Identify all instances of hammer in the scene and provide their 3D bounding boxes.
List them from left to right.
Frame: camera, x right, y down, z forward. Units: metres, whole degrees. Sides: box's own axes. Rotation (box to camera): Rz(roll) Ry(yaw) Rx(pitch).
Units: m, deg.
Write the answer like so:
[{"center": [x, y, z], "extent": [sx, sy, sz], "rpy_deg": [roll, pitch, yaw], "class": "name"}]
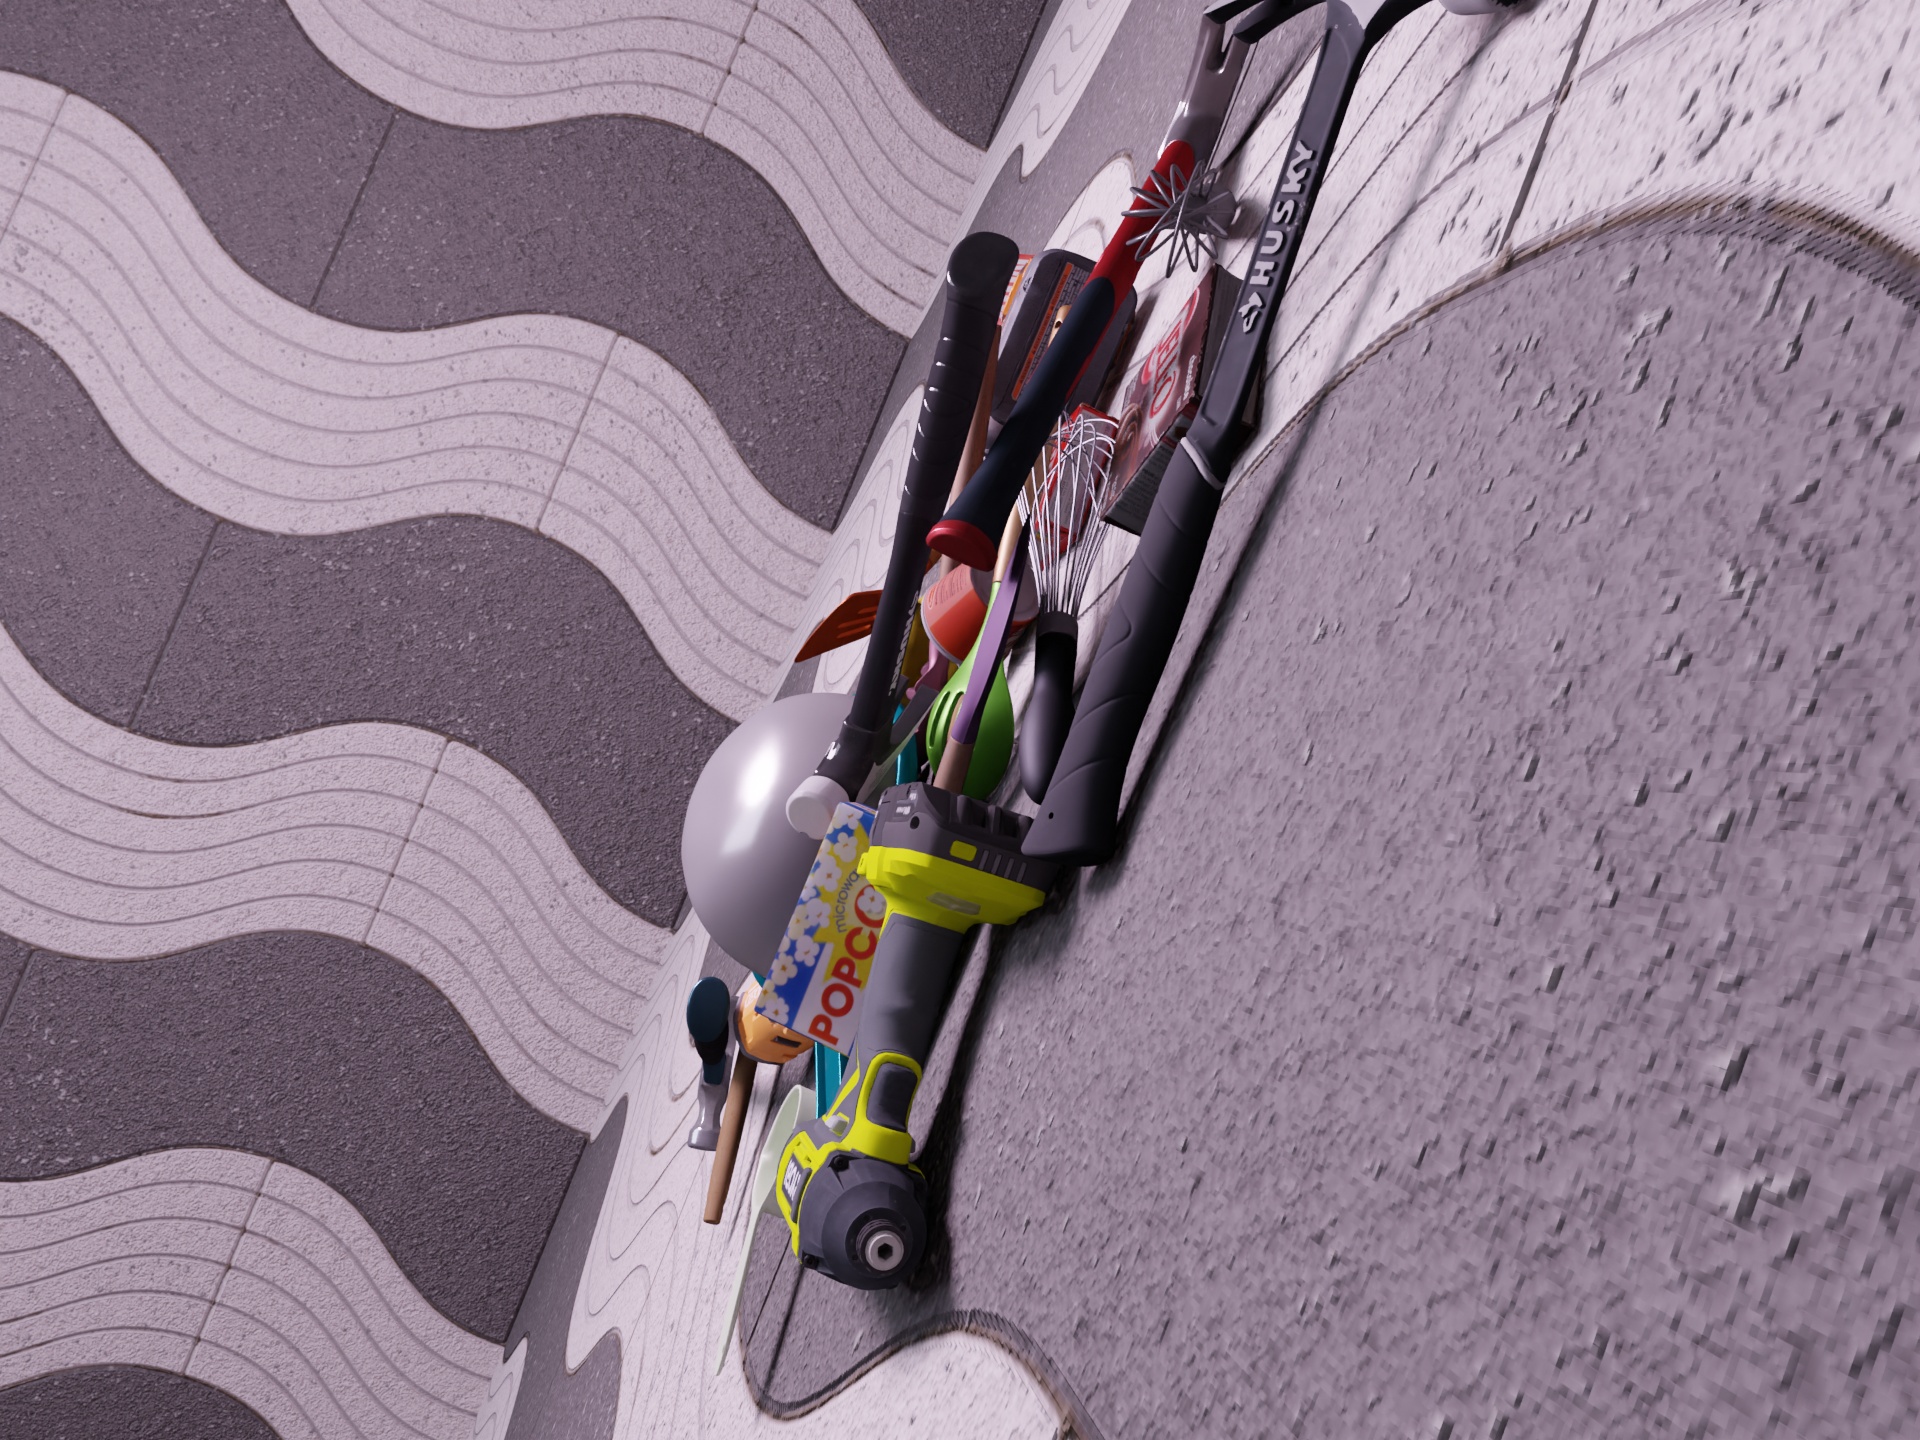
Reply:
[{"center": [-0.197, 0.259, 1.264], "extent": [0.330, 0.033, 0.128], "rpy_deg": [109, 168, -67], "class": "hammer"}, {"center": [-0.023, -0.100, 0.866], "extent": [0.146, 0.035, 0.334], "rpy_deg": [-51, -19, -55], "class": "hammer"}, {"center": [0.076, -0.234, 0.874], "extent": [0.143, 0.038, 0.386], "rpy_deg": [107, -171, -57], "class": "hammer"}, {"center": [0.105, -0.129, 0.670], "extent": [0.149, 0.036, 0.409], "rpy_deg": [26, 99, 52], "class": "hammer"}]

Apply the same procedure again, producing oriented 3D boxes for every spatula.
[{"center": [-0.026, -0.138, 1.213], "extent": [0.081, 0.041, 0.323], "rpy_deg": [-45, 8, 42], "class": "spatula"}, {"center": [-0.005, 0.031, 0.889], "extent": [0.060, 0.018, 0.315], "rpy_deg": [-83, 9, -58], "class": "spatula"}]

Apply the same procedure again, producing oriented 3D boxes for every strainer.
[{"center": [-0.115, 0.109, 0.978], "extent": [0.211, 0.095, 0.341], "rpy_deg": [-50, 30, 32], "class": "strainer"}]

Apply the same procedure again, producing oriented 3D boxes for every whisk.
[{"center": [0.053, -0.070, 0.856], "extent": [0.070, 0.070, 0.285], "rpy_deg": [124, 160, -47], "class": "whisk"}, {"center": [0.123, -0.262, 0.826], "extent": [0.055, 0.055, 0.239], "rpy_deg": [-63, -4, 23], "class": "whisk"}]

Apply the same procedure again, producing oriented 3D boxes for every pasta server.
[{"center": [-0.013, -0.107, 1.063], "extent": [0.060, 0.040, 0.316], "rpy_deg": [-76, -4, -72], "class": "pasta server"}]

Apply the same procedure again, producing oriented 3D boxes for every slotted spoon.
[{"center": [0.031, -0.106, 0.960], "extent": [0.070, 0.031, 0.314], "rpy_deg": [3, 76, 45], "class": "slotted spoon"}]

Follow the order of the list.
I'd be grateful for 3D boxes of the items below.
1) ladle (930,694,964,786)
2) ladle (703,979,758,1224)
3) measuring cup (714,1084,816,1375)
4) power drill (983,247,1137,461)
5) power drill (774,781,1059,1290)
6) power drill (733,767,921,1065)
[{"center": [-0.002, -0.003, 1.061], "extent": [0.069, 0.031, 0.316], "rpy_deg": [124, 166, -57], "class": "ladle"}, {"center": [-0.150, 0.240, 1.261], "extent": [0.078, 0.062, 0.320], "rpy_deg": [102, 178, -58], "class": "ladle"}, {"center": [-0.104, 0.299, 0.930], "extent": [0.083, 0.038, 0.168], "rpy_deg": [132, 156, -61], "class": "measuring cup"}, {"center": [0.054, -0.250, 1.149], "extent": [0.226, 0.084, 0.164], "rpy_deg": [-108, 41, -80], "class": "power drill"}, {"center": [-0.025, 0.147, 0.750], "extent": [0.171, 0.080, 0.223], "rpy_deg": [159, 128, -77], "class": "power drill"}, {"center": [-0.090, 0.117, 1.119], "extent": [0.185, 0.084, 0.226], "rpy_deg": [135, 151, -56], "class": "power drill"}]
